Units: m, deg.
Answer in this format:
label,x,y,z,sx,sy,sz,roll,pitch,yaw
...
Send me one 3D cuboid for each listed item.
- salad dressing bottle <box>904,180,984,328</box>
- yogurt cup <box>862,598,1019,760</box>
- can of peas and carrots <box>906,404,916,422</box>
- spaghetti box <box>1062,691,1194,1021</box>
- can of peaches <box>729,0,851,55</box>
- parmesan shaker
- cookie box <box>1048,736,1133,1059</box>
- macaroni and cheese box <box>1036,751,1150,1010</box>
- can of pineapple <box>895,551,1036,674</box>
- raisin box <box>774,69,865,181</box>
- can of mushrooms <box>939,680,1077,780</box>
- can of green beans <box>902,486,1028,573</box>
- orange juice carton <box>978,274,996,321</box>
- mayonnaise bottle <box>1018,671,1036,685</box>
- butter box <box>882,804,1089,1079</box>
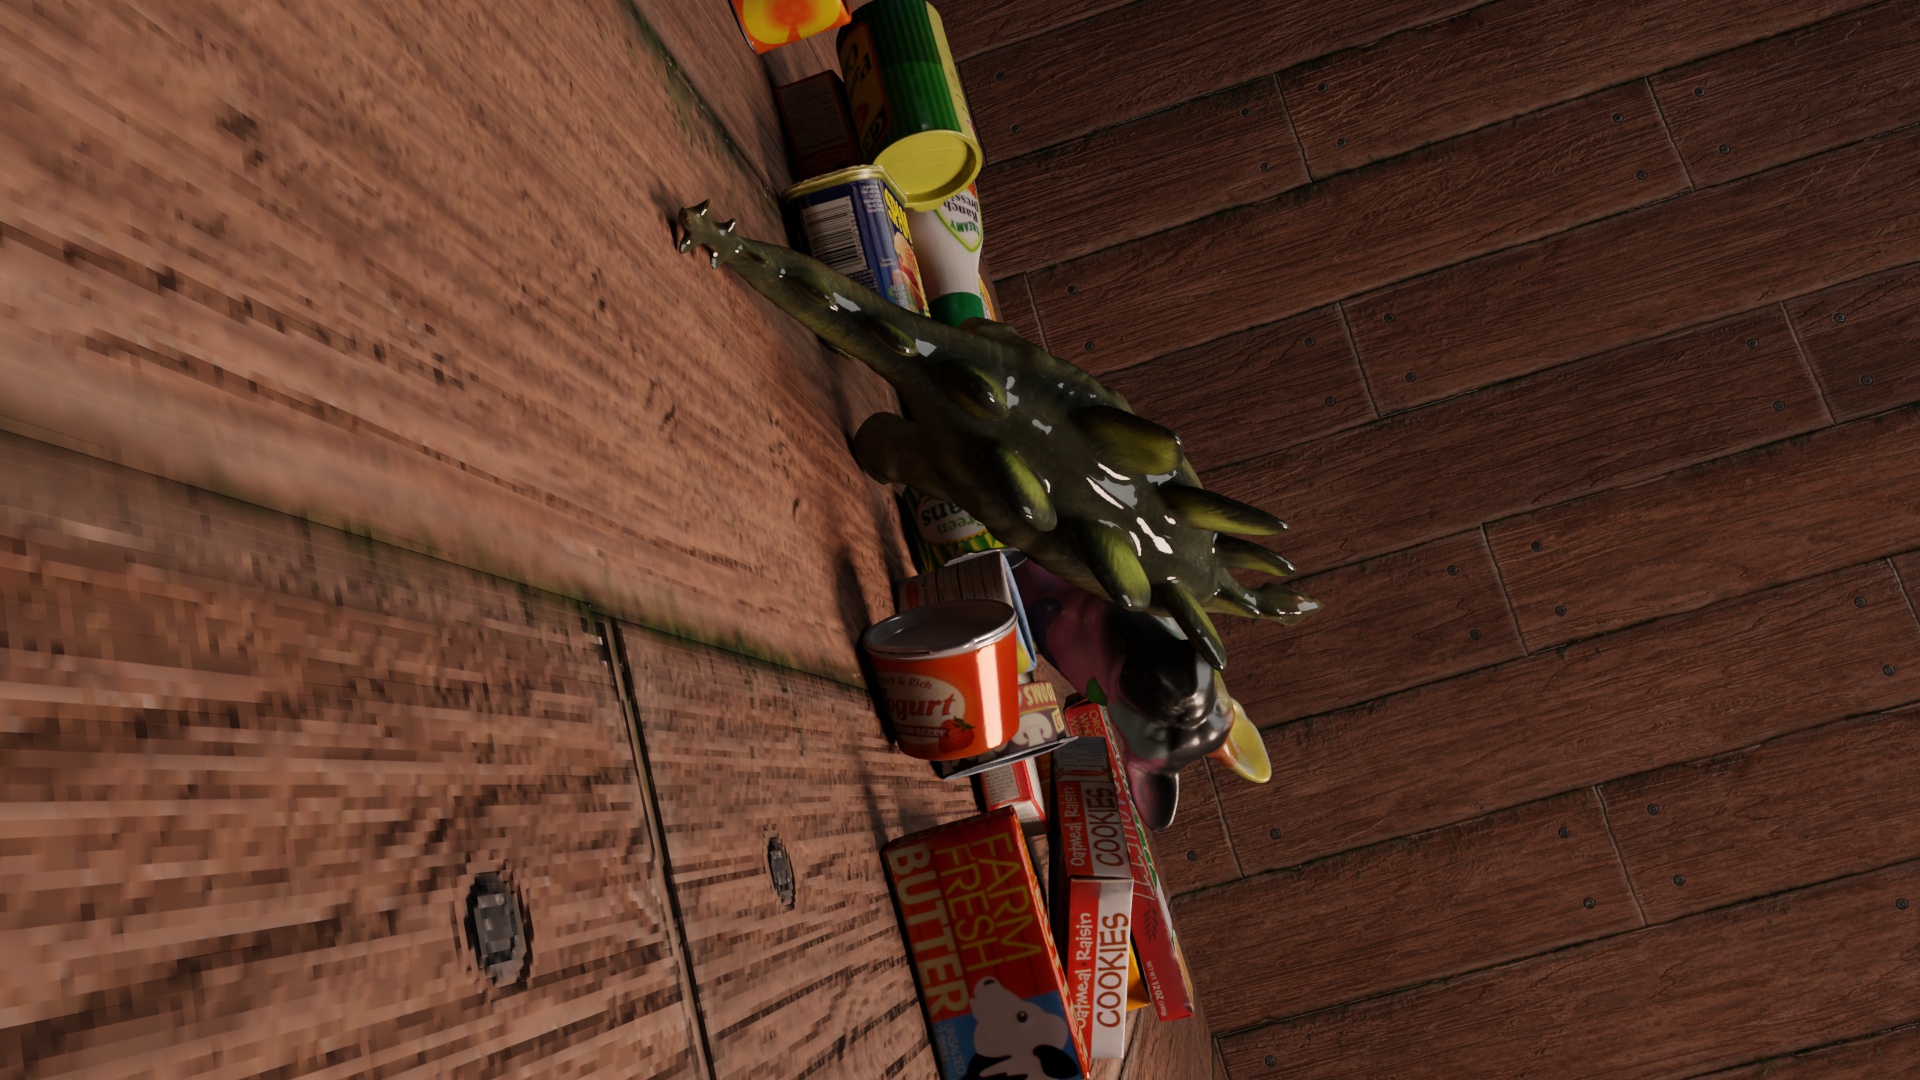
label,x,y,z,sx,sy,sz,roll,pitch,yaw
salad dressing bottle,-0.010,-0.185,0.900,0.064,0.044,0.148,10,65,-48
yogurt cup,-0.005,0.061,0.605,0.072,0.072,0.053,-80,160,-76
can of peas and carrots,-0.004,-0.093,0.978,0.071,0.071,0.059,43,32,-77
spaghetti box,0.127,0.233,1.045,0.050,0.028,0.250,-29,101,-82
can of peaches,-0.098,-0.313,0.780,0.071,0.058,0.071,-20,93,-83
parmesan shaker,-0.032,-0.254,0.810,0.071,0.071,0.103,59,15,-66
cookie box,0.076,0.213,0.853,0.168,0.040,0.122,-88,178,-71
macaroni and cheese box,0.103,0.263,1.084,0.167,0.040,0.123,-98,170,-50
can of pineapple,0.004,0.045,0.731,0.071,0.058,0.071,-20,93,-84
raisin box,-0.070,-0.216,0.852,0.086,0.040,0.123,-61,135,-82
can of mushrooms,0.021,0.094,0.695,0.071,0.071,0.033,47,25,-76
can of green beans,0.003,-0.010,0.827,0.071,0.071,0.058,50,23,-74
orange juice carton,-0.018,-0.165,1.002,0.192,0.073,0.072,41,33,-77
mayonnaise bottle,0.025,0.086,0.882,0.147,0.041,0.065,66,3,-56
butter box,0.010,0.157,0.526,0.024,0.053,0.103,41,33,-82
